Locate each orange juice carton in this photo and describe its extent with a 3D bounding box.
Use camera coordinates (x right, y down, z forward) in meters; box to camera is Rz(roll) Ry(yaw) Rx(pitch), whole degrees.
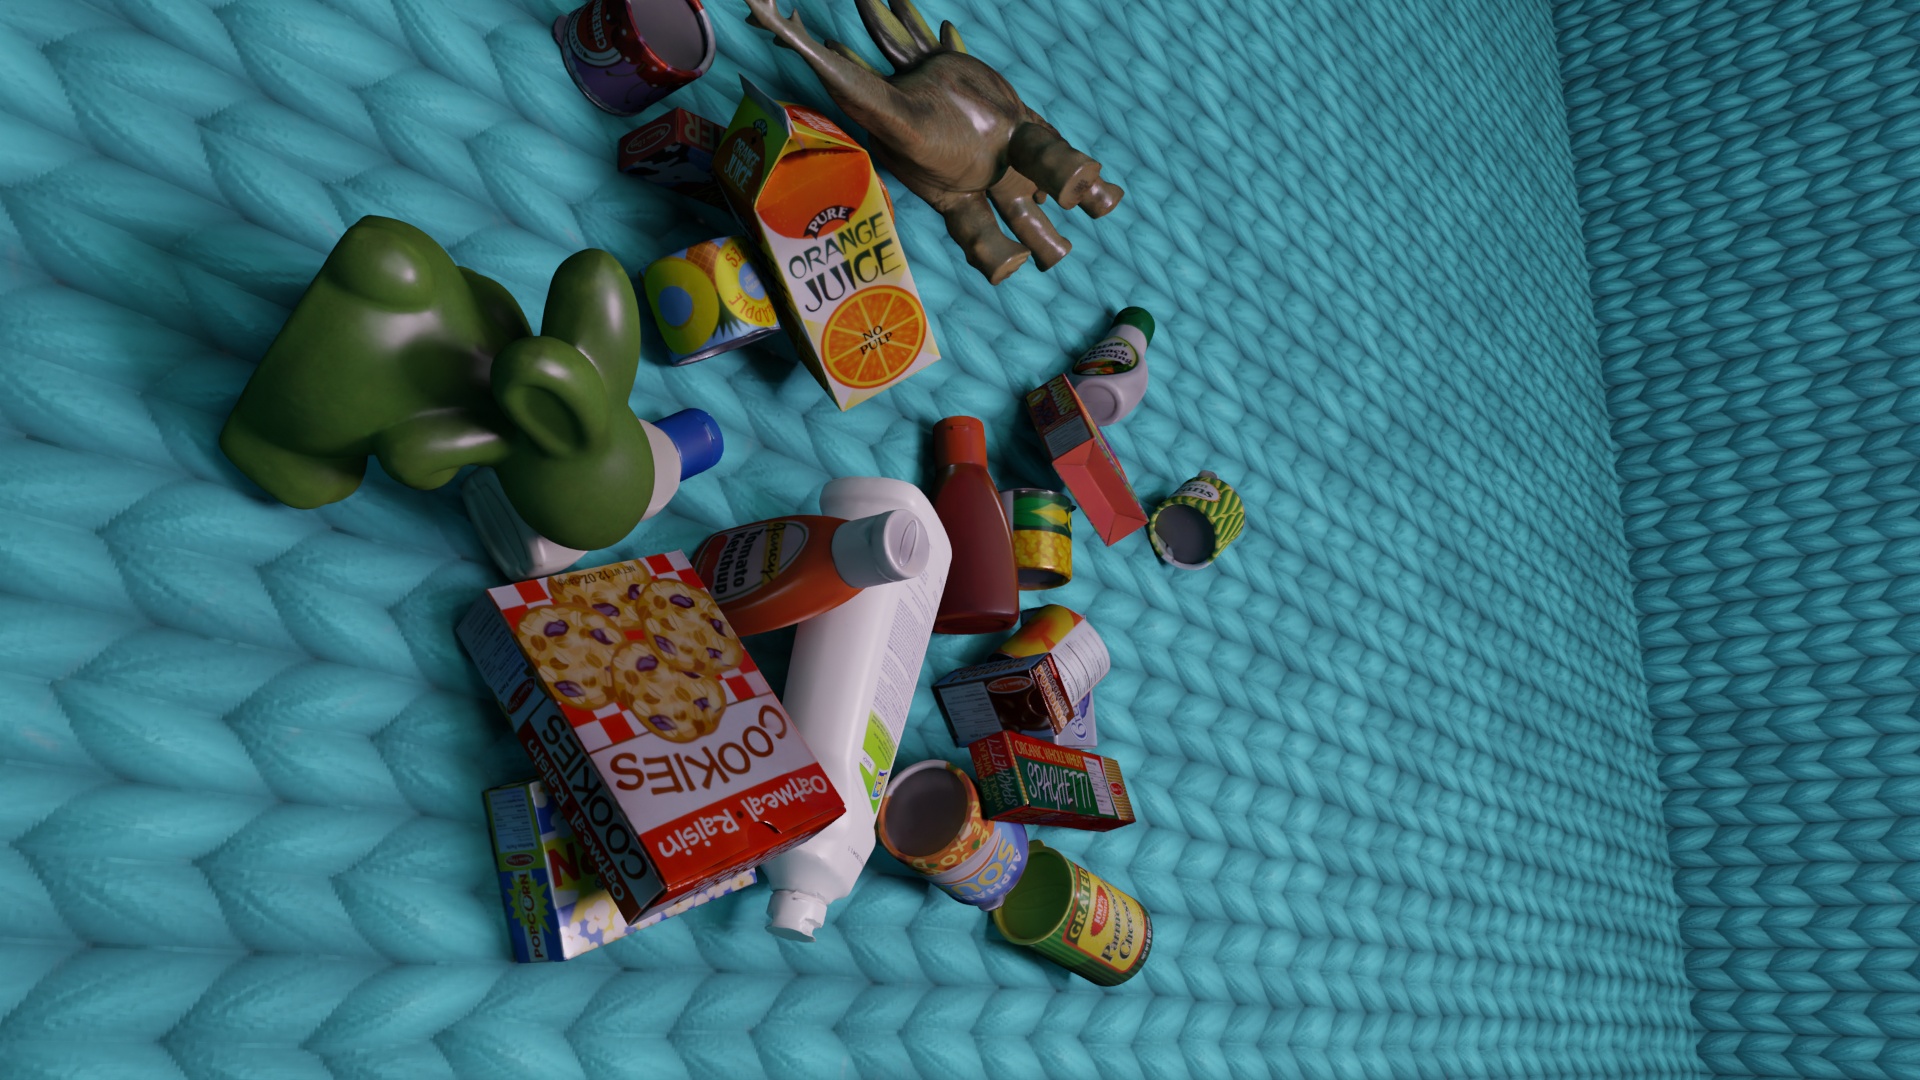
[{"bbox_3d":[-0.082,-0.177,0.807,0.073,0.072,0.191,-30,135,-9],"label":"orange juice carton"}]

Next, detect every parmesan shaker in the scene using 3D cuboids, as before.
[{"bbox_3d":[0.078,0.255,0.947,0.103,0.071,0.071,38,51,-39],"label":"parmesan shaker"}]

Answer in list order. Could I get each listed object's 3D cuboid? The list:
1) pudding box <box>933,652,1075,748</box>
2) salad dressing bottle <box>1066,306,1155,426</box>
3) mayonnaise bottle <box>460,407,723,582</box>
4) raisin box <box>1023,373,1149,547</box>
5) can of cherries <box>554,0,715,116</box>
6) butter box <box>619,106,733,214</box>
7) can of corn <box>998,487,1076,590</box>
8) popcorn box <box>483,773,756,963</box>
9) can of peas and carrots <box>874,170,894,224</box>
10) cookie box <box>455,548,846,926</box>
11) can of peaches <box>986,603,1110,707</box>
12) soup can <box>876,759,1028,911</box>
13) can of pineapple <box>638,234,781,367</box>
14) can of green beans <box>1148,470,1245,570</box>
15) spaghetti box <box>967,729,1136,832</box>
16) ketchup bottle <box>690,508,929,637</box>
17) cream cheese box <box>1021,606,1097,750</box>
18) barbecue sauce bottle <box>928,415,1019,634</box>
[{"bbox_3d":[0.029,0.107,0.917,0.030,0.083,0.049,-34,106,-51],"label":"pudding box"},{"bbox_3d":[0.129,-0.147,1.148,0.148,0.064,0.043,-61,145,-52],"label":"salad dressing bottle"},{"bbox_3d":[-0.185,-0.032,0.726,0.149,0.041,0.064,-34,99,-52],"label":"mayonnaise bottle"},{"bbox_3d":[0.093,-0.062,1.042,0.086,0.040,0.124,53,12,-28],"label":"raisin box"},{"bbox_3d":[-0.185,-0.285,0.791,0.071,0.058,0.071,20,64,-48],"label":"can of cherries"},{"bbox_3d":[-0.145,-0.222,0.826,0.103,0.053,0.024,10,73,-50],"label":"butter box"},{"bbox_3d":[0.049,0.001,0.988,0.071,0.071,0.058,20,65,-47],"label":"can of corn"},{"bbox_3d":[-0.166,0.149,0.694,0.127,0.038,0.085,-9,86,-52],"label":"popcorn box"},{"bbox_3d":[-0.083,-0.207,0.895,0.071,0.058,0.071,19,65,-47],"label":"can of peas and carrots"},{"bbox_3d":[-0.148,0.088,0.678,0.123,0.040,0.168,-14,63,-54],"label":"cookie box"},{"bbox_3d":[0.059,0.086,0.960,0.058,0.071,0.071,-41,113,-27],"label":"can of peaches"},{"bbox_3d":[-0.003,0.182,0.851,0.083,0.071,0.071,49,44,-50],"label":"soup can"},{"bbox_3d":[-0.141,-0.137,0.791,0.071,0.071,0.057,-29,102,-52],"label":"can of pineapple"},{"bbox_3d":[0.202,-0.015,1.190,0.058,0.071,0.071,-35,107,-50],"label":"can of green beans"},{"bbox_3d":[0.067,0.164,0.925,0.250,0.028,0.050,30,40,-64],"label":"spaghetti box"},{"bbox_3d":[-0.084,0.014,0.751,0.043,0.148,0.065,42,49,-39],"label":"ketchup bottle"},{"bbox_3d":[0.073,0.103,1.023,0.053,0.024,0.104,12,70,-49],"label":"cream cheese box"},{"bbox_3d":[0.003,-0.012,0.945,0.043,0.065,0.149,95,-9,-68],"label":"barbecue sauce bottle"}]
